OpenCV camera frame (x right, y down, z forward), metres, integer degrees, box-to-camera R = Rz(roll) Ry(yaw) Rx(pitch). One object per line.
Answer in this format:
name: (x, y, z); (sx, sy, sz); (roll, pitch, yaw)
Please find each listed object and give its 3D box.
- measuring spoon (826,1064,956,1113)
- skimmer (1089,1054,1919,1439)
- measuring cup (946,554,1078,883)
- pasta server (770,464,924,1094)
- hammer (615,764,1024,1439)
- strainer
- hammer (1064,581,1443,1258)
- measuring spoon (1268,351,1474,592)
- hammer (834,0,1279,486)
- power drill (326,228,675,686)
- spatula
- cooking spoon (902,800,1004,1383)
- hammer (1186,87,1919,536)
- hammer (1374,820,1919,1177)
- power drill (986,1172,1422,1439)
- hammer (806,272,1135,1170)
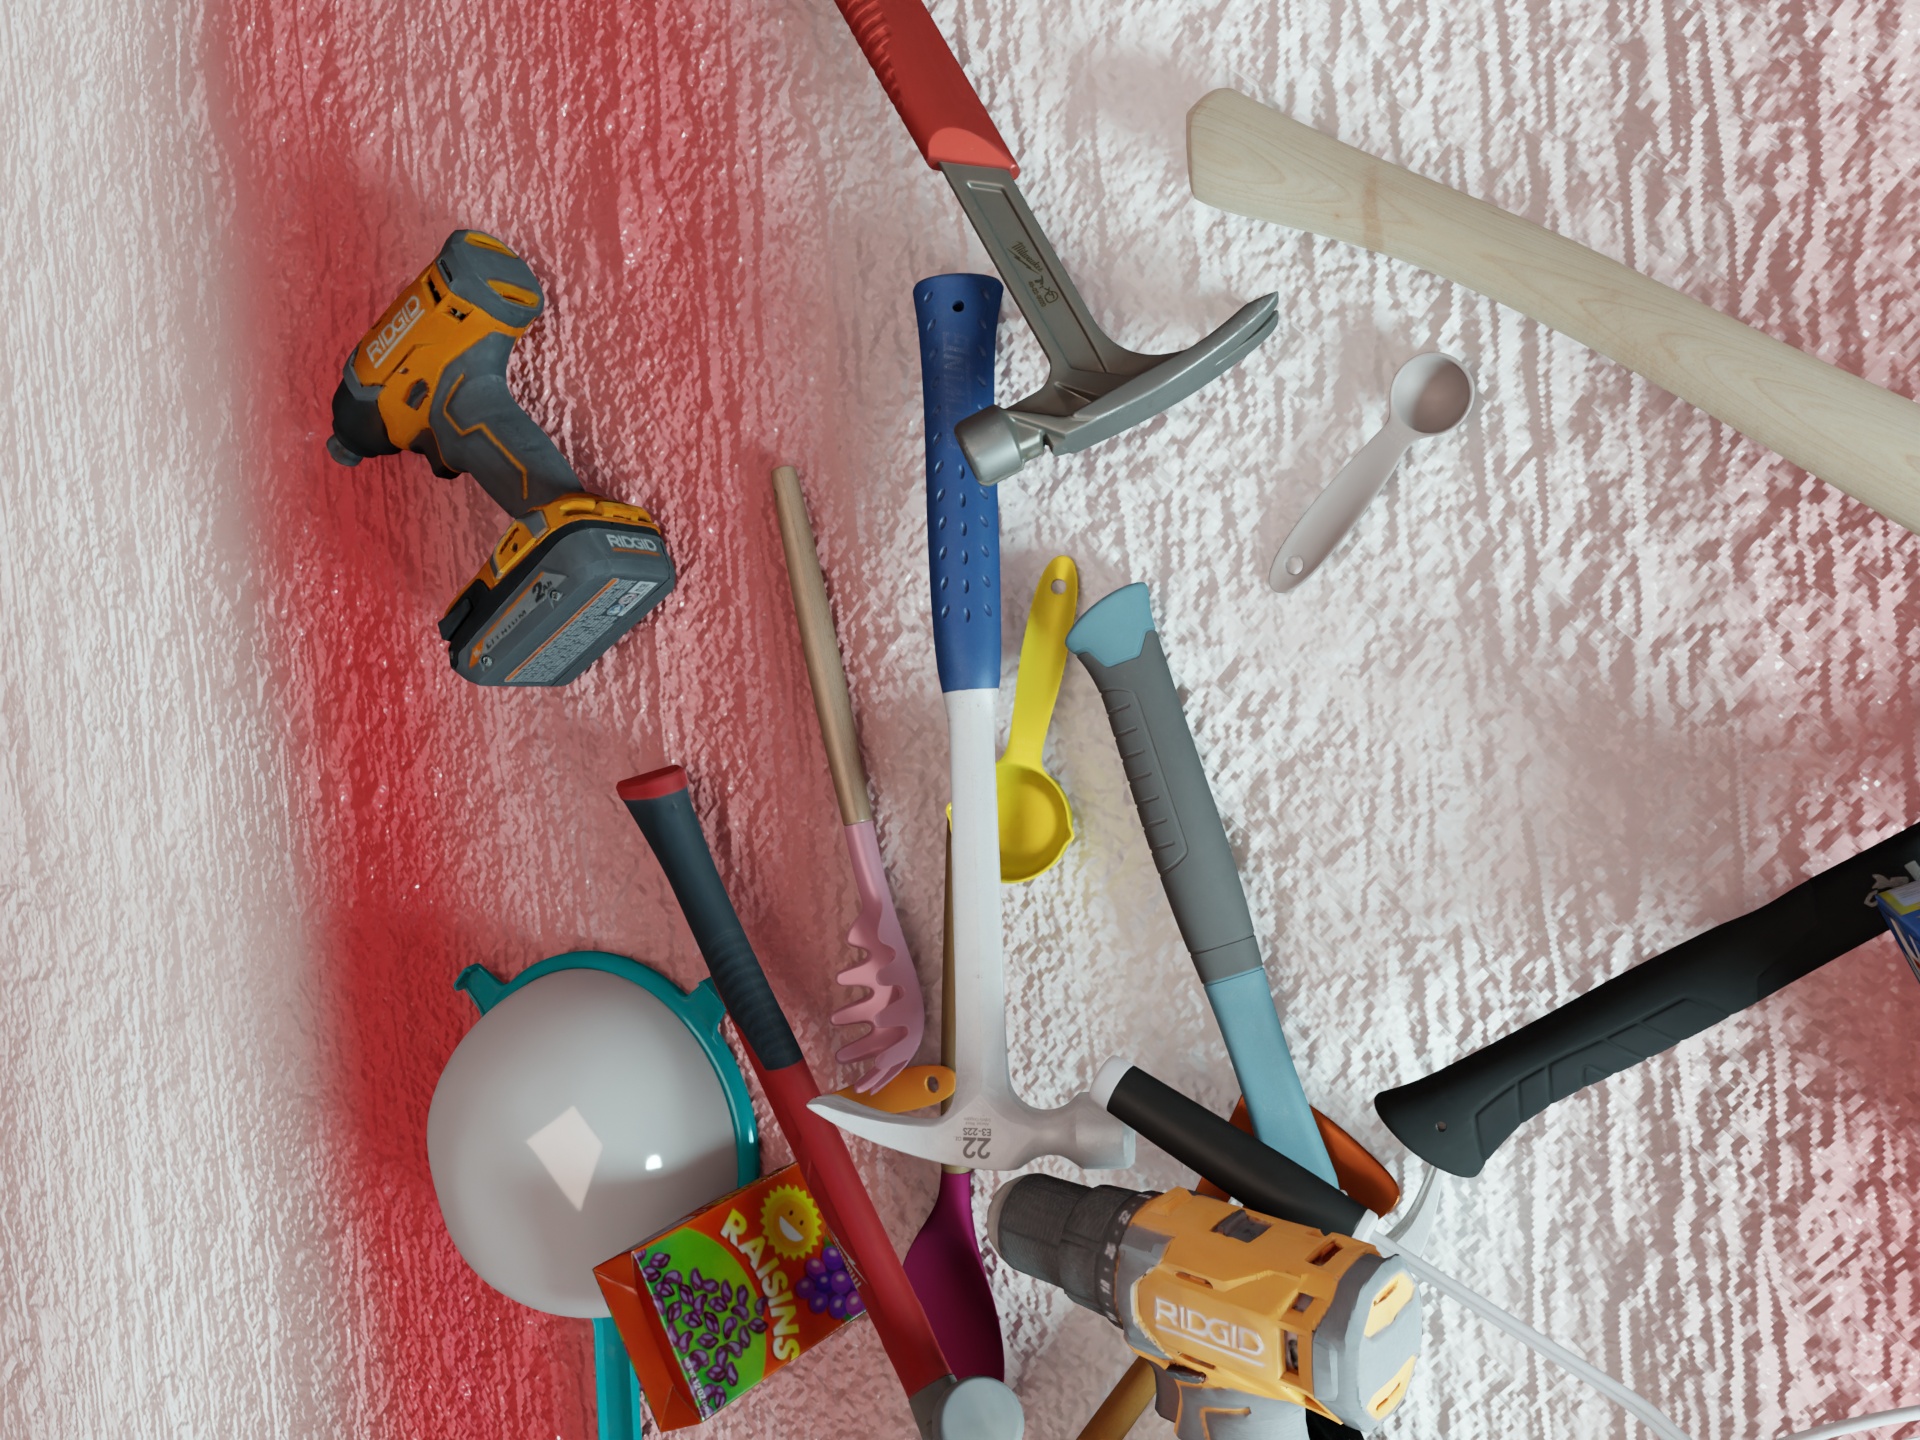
measuring spoon: (-0.046, 0.192, 0.807); (0.117, 0.011, 0.021); (-22, 79, 38)
skimmer: (0.225, 0.209, 0.618); (0.363, 0.090, 0.127); (28, 148, 23)
measuring cup: (0.036, 0.000, 0.755); (0.062, 0.029, 0.156); (11, 87, 12)
pasta server: (-0.064, 0.026, 0.799); (0.060, 0.040, 0.316); (-19, 82, 63)
hammer: (-0.085, 0.192, 0.794); (0.387, 0.038, 0.143); (60, 153, 24)
strainer: (-0.217, 0.302, 0.870); (0.211, 0.095, 0.340); (-2, 92, 28)
hammer: (0.114, 0.099, 0.700); (0.128, 0.033, 0.331); (-19, 81, 11)
measuring spoon: (0.173, -0.103, 0.679); (0.034, 0.018, 0.124); (46, 119, 17)
hammer: (-0.002, -0.287, 0.728); (0.149, 0.036, 0.359); (-28, 75, 3)
power drill: (-0.265, -0.131, 0.871); (0.164, 0.084, 0.227); (-37, 73, 26)
spatula: (0.086, 0.313, 0.753); (0.081, 0.041, 0.322); (37, 114, 19)
cooking spoon: (-0.001, 0.198, 0.790); (0.069, 0.017, 0.319); (5, 97, 38)
hammer: (0.259, -0.156, 0.598); (0.411, 0.038, 0.146); (37, 80, 27)
hammer: (0.304, 0.075, 0.591); (0.334, 0.035, 0.146); (-34, 78, 19)
power drill: (0.092, 0.297, 0.642); (0.185, 0.084, 0.226); (5, 103, 41)
hammer: (-0.001, -0.002, 0.726); (0.144, 0.035, 0.405); (-3, 84, 8)
